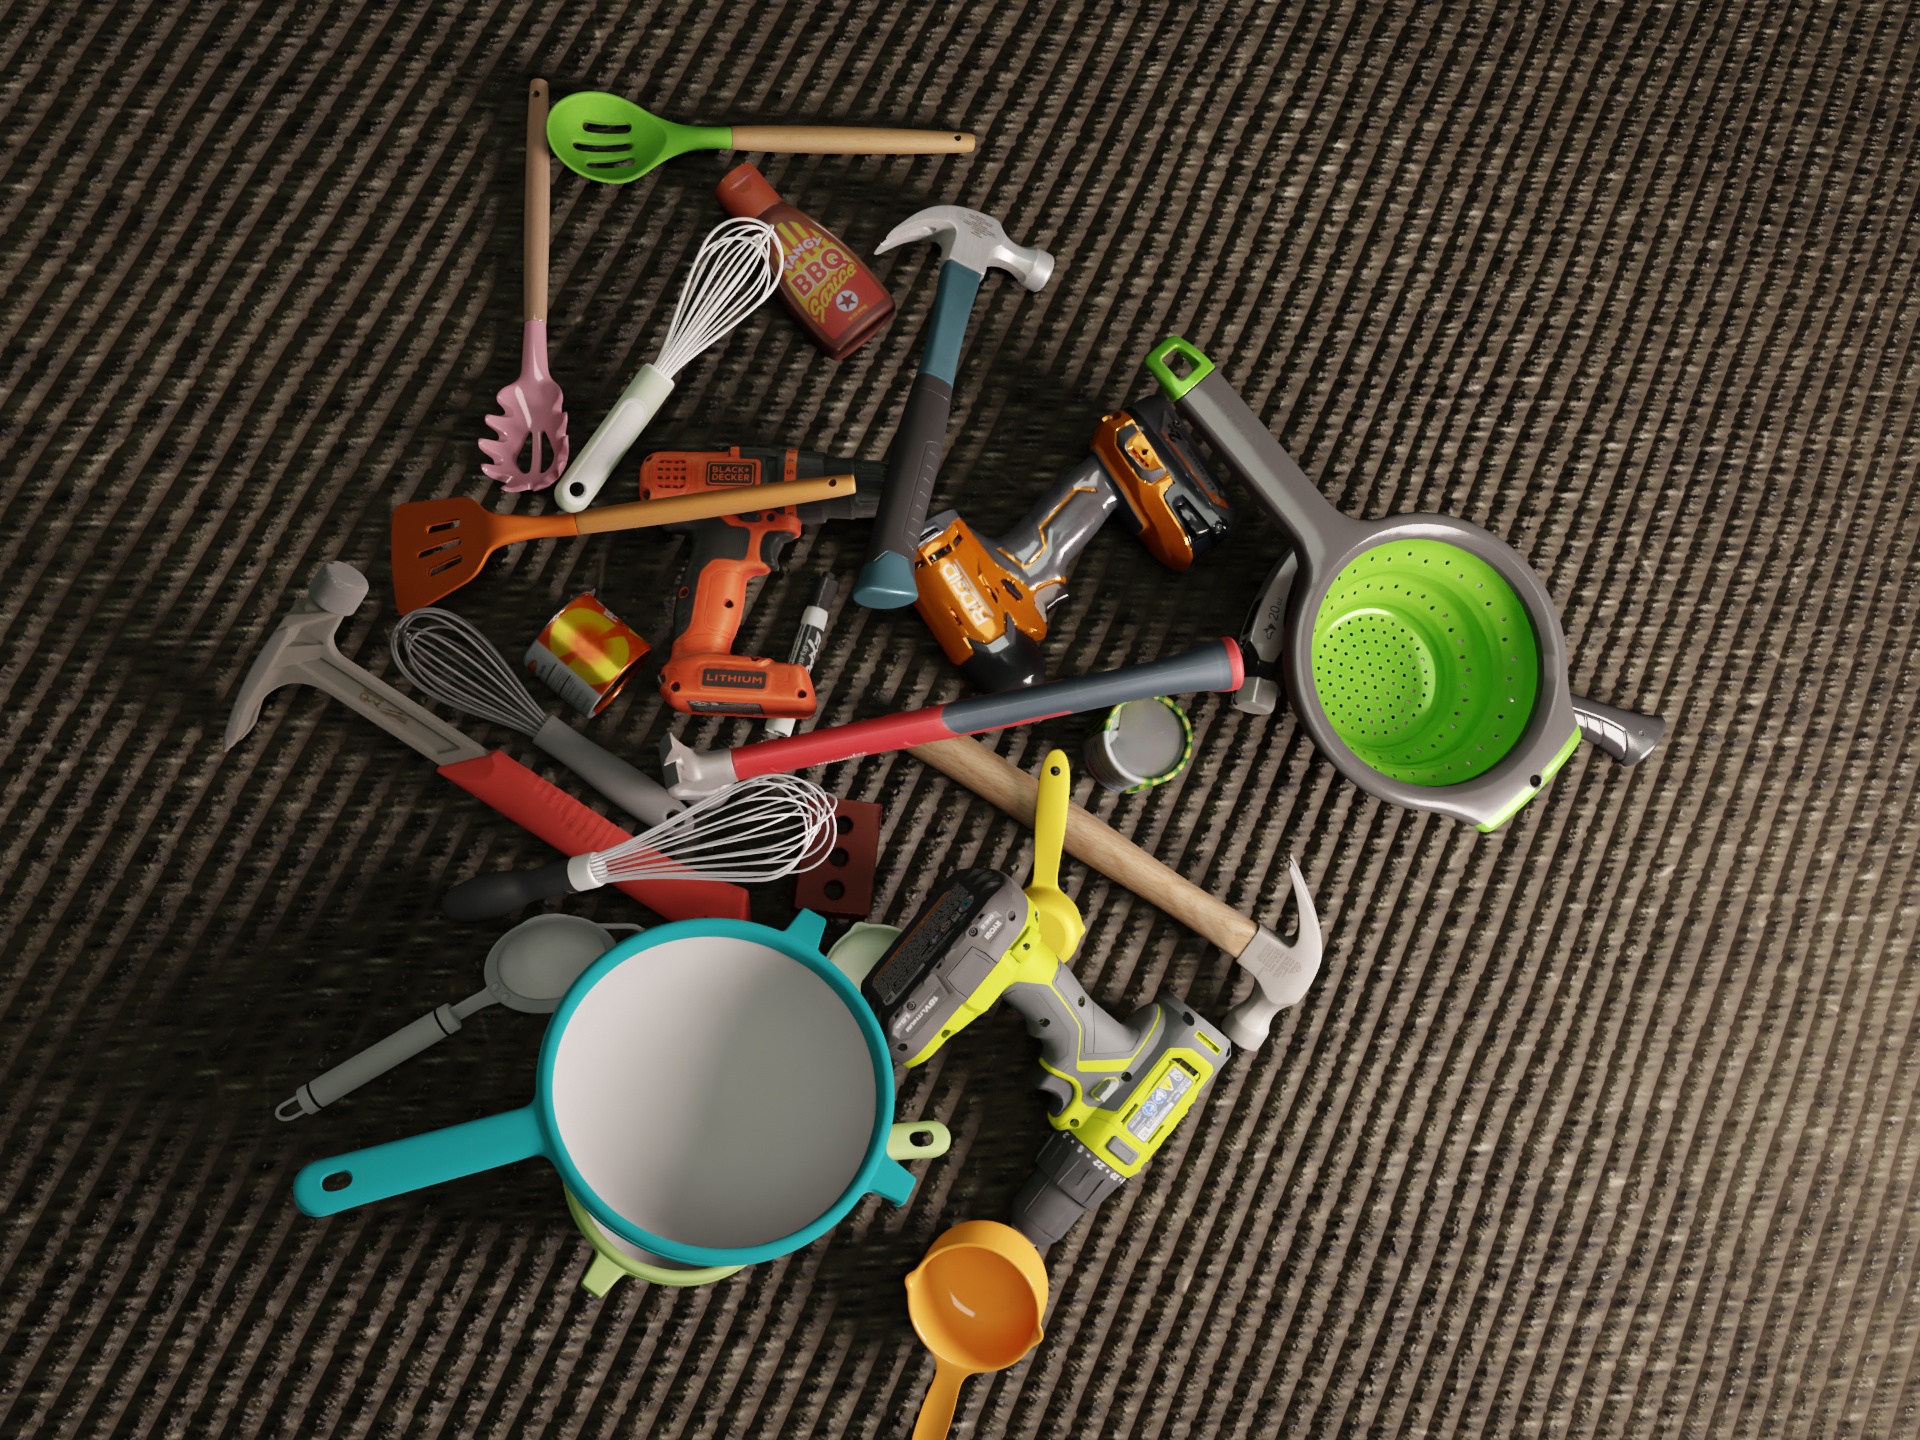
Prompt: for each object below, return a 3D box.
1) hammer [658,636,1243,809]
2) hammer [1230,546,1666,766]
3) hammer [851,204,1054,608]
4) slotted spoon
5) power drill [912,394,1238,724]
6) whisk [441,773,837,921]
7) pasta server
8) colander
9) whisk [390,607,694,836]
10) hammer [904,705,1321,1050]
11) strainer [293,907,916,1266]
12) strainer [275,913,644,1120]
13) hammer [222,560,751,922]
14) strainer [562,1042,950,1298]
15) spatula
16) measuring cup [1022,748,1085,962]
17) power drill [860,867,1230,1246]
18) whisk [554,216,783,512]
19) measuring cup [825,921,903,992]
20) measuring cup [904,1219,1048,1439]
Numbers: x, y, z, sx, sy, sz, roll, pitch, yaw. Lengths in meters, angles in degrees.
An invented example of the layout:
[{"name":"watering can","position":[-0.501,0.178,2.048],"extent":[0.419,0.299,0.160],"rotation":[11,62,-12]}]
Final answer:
[{"name":"hammer","position":[-0.002,-0.003,1.040],"extent":[0.386,0.143,0.038],"rotation":[-12,81,-4]},{"name":"hammer","position":[0.373,-0.036,1.193],"extent":[0.334,0.035,0.146],"rotation":[16,79,-7]},{"name":"hammer","position":[-0.020,-0.222,1.103],"extent":[0.128,0.033,0.331],"rotation":[22,63,-21]},{"name":"slotted spoon","position":[-0.143,-0.425,1.168],"extent":[0.313,0.031,0.070],"rotation":[-4,82,-12]},{"name":"power drill","position":[0.080,-0.112,1.132],"extent":[0.226,0.084,0.164],"rotation":[-33,88,-9]},{"name":"whisk","position":[-0.207,0.088,1.000],"extent":[0.284,0.070,0.070],"rotation":[-15,83,17]},{"name":"pasta server","position":[-0.300,-0.307,1.116],"extent":[0.060,0.040,0.316],"rotation":[-2,80,1]},{"name":"colander","position":[0.256,-0.098,1.110],"extent":[0.204,0.094,0.397],"rotation":[-42,94,-13]},{"name":"whisk","position":[-0.278,0.004,1.069],"extent":[0.239,0.055,0.055],"rotation":[36,77,-7]},{"name":"hammer","position":[0.105,0.090,1.111],"extent":[0.331,0.031,0.130],"rotation":[33,105,1]},{"name":"strainer","position":[-0.209,0.243,0.939],"extent":[0.340,0.095,0.211],"rotation":[-10,62,-24]},{"name":"strainer","position":[-0.326,0.187,1.031],"extent":[0.258,0.050,0.086],"rotation":[-30,131,-8]},{"name":"hammer","position":[-0.297,0.054,1.044],"extent":[0.359,0.037,0.149],"rotation":[35,109,-10]},{"name":"strainer","position":[-0.135,0.290,1.041],"extent":[0.256,0.069,0.152],"rotation":[1,61,-23]},{"name":"spatula","position":[-0.229,-0.133,1.064],"extent":[0.322,0.041,0.081],"rotation":[-8,77,1]},{"name":"measuring cup","position":[0.058,0.098,1.088],"extent":[0.062,0.029,0.156],"rotation":[6,104,7]},{"name":"power drill","position":[0.046,0.225,1.051],"extent":[0.228,0.080,0.190],"rotation":[42,86,-20]},{"name":"whisk","position":[-0.204,-0.246,1.105],"extent":[0.057,0.059,0.246],"rotation":[36,88,-21]},{"name":"measuring cup","position":[-0.100,0.191,1.073],"extent":[0.167,0.038,0.083],"rotation":[-19,85,-9]},{"name":"measuring cup","position":[0.002,0.412,1.053],"extent":[0.095,0.052,0.173],"rotation":[20,104,10]}]
